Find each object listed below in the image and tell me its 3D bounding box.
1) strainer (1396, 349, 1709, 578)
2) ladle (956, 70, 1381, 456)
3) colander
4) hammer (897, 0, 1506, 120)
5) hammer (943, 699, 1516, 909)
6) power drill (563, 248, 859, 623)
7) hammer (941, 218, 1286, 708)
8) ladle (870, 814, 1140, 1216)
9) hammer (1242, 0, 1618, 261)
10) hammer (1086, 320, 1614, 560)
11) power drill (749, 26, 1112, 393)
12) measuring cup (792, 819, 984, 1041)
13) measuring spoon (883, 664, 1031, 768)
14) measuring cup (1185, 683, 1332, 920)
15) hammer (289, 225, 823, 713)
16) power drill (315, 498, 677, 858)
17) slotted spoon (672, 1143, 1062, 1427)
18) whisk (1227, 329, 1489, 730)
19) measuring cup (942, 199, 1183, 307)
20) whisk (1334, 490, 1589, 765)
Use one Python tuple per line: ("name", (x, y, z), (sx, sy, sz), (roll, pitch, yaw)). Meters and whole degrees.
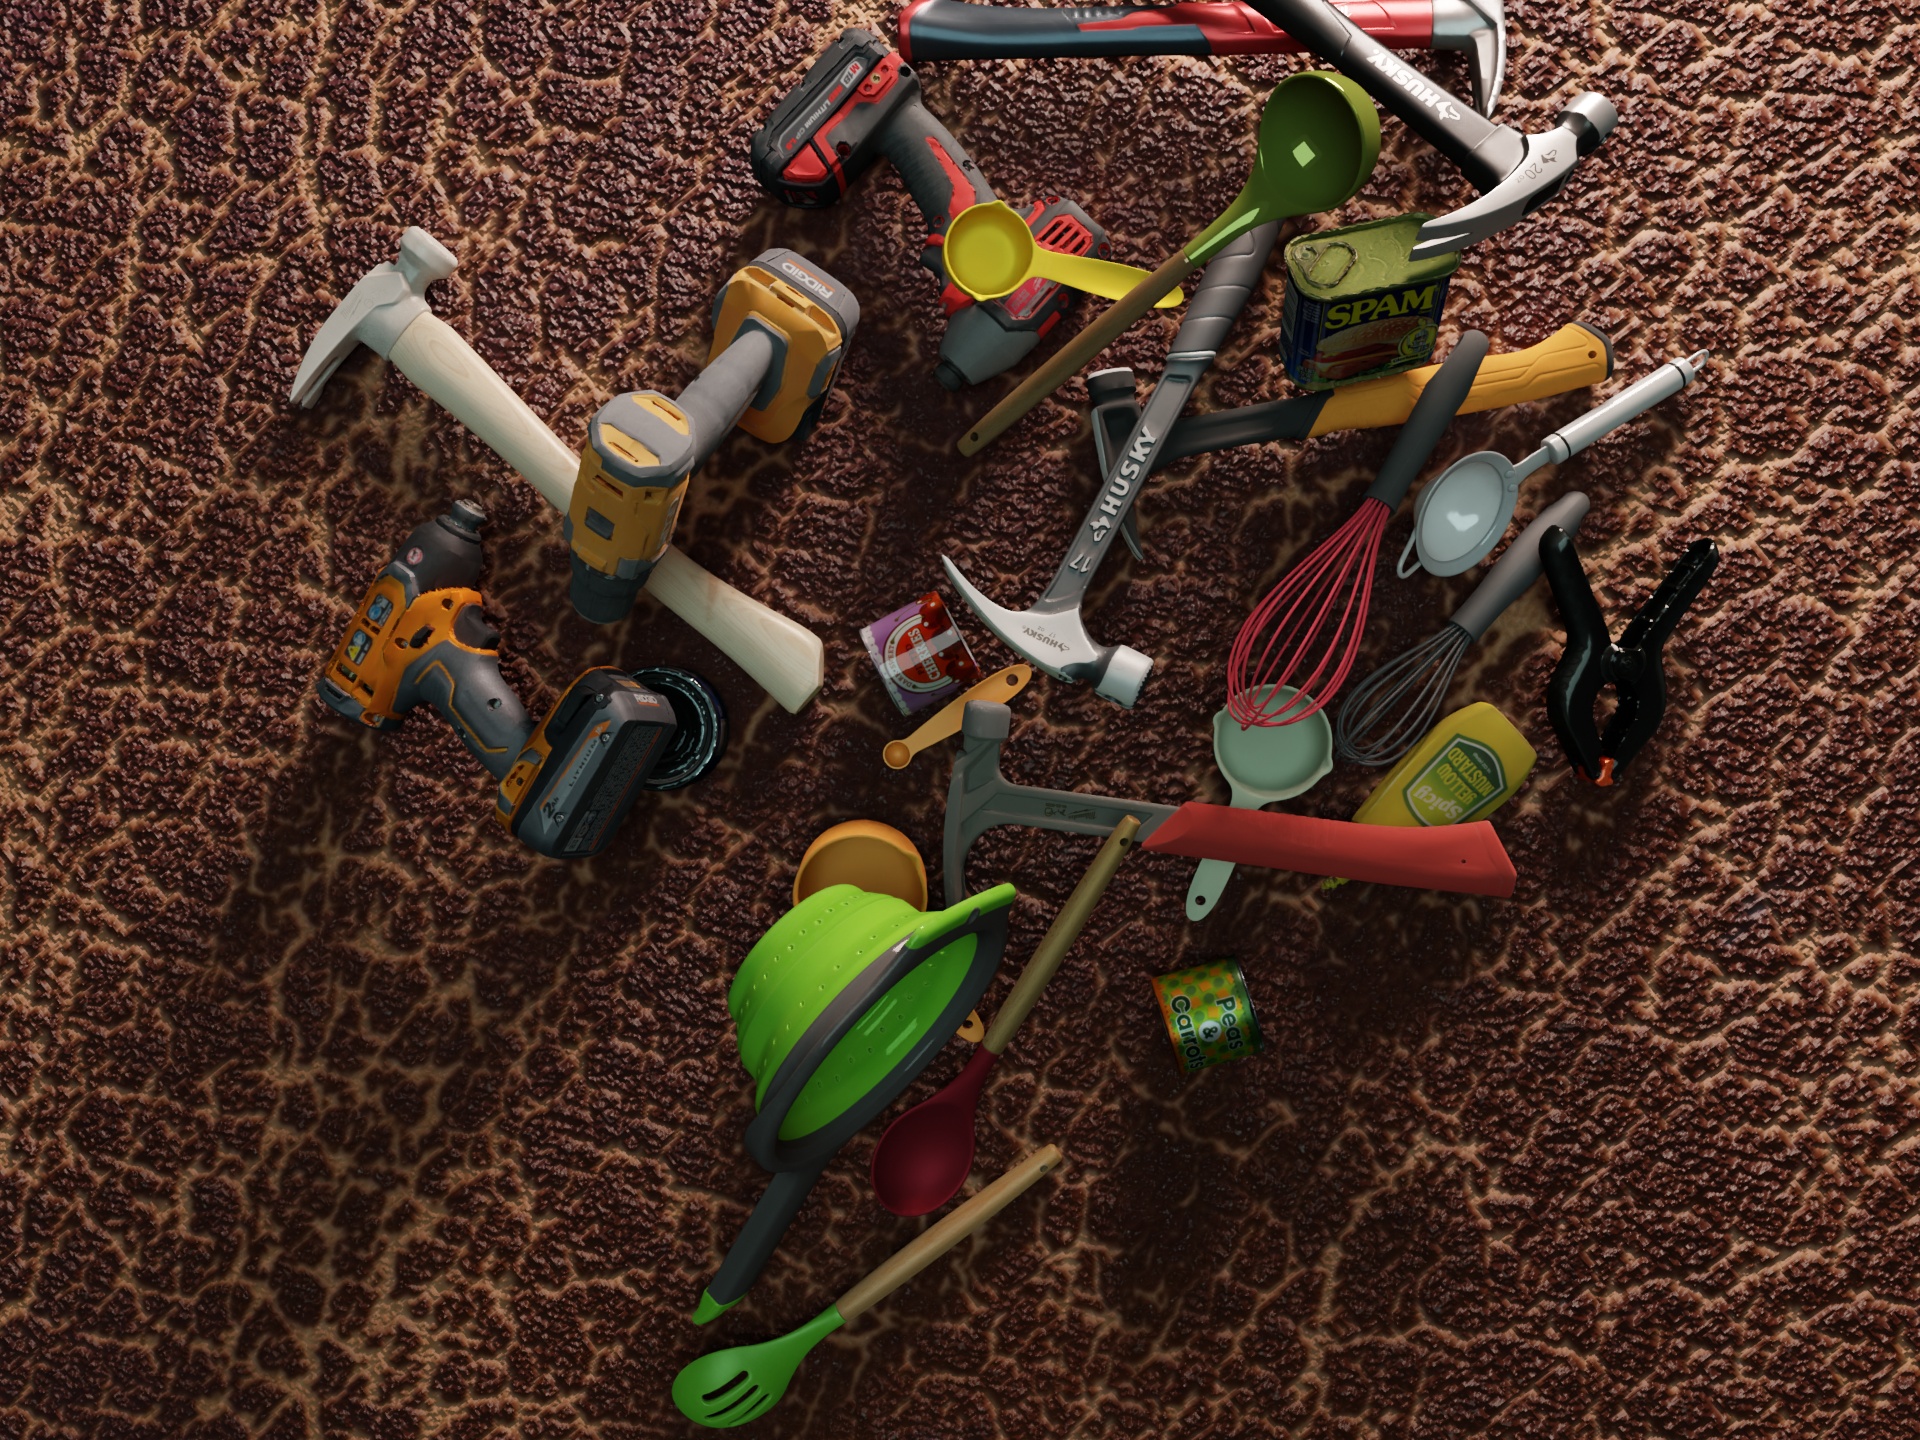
("strainer", (0.379, -0.172, 1.035), (0.258, 0.050, 0.086), (-31, 131, -3))
("ladle", (0.114, -0.263, 0.961), (0.320, 0.062, 0.078), (-37, 80, 23))
("colander", (-0.109, 0.231, 1.006), (0.095, 0.204, 0.397), (41, 119, 21))
("hammer", (0.151, -0.434, 1.029), (0.386, 0.038, 0.143), (0, 74, 5))
("hammer", (0.167, 0.082, 1.021), (0.359, 0.037, 0.149), (7, 98, 12))
("power drill", (-0.165, -0.169, 0.993), (0.084, 0.185, 0.226), (34, 54, 1))
("hammer", (0.133, -0.216, 1.015), (0.149, 0.036, 0.409), (26, 81, 9))
("ladle", (0.032, 0.194, 1.039), (0.069, 0.031, 0.315), (25, 105, -18))
("hammer", (0.226, -0.417, 0.978), (0.146, 0.035, 0.335), (-43, 75, -11))
("hammer", (0.258, -0.198, 1.044), (0.337, 0.034, 0.127), (-11, 90, 3))
("power drill", (-0.025, -0.326, 1.038), (0.219, 0.078, 0.143), (41, 93, -2))
("measuring cup", (-0.040, 0.141, 1.062), (0.095, 0.052, 0.173), (-37, 103, 8))
("measuring spoon", (-0.002, -0.003, 1.076), (0.117, 0.011, 0.021), (-33, 89, 0))
("measuring cup", (0.187, 0.054, 1.054), (0.083, 0.038, 0.167), (23, 99, 4))
("hammer", (-0.261, -0.144, 1.072), (0.410, 0.038, 0.146), (42, 94, 1))
("power drill", (-0.299, -0.031, 1.034), (0.226, 0.084, 0.164), (34, 98, 17))
("slotted spoon", (-0.061, 0.383, 1.074), (0.314, 0.031, 0.070), (-36, 117, 0))
("whisk", (0.254, -0.119, 0.999), (0.073, 0.073, 0.296), (31, 86, 2))
("measuring cup", (0.063, -0.282, 1.000), (0.156, 0.029, 0.062), (10, 96, -12))
("whisk", (0.327, -0.061, 1.037), (0.055, 0.055, 0.239), (42, 88, 1))
